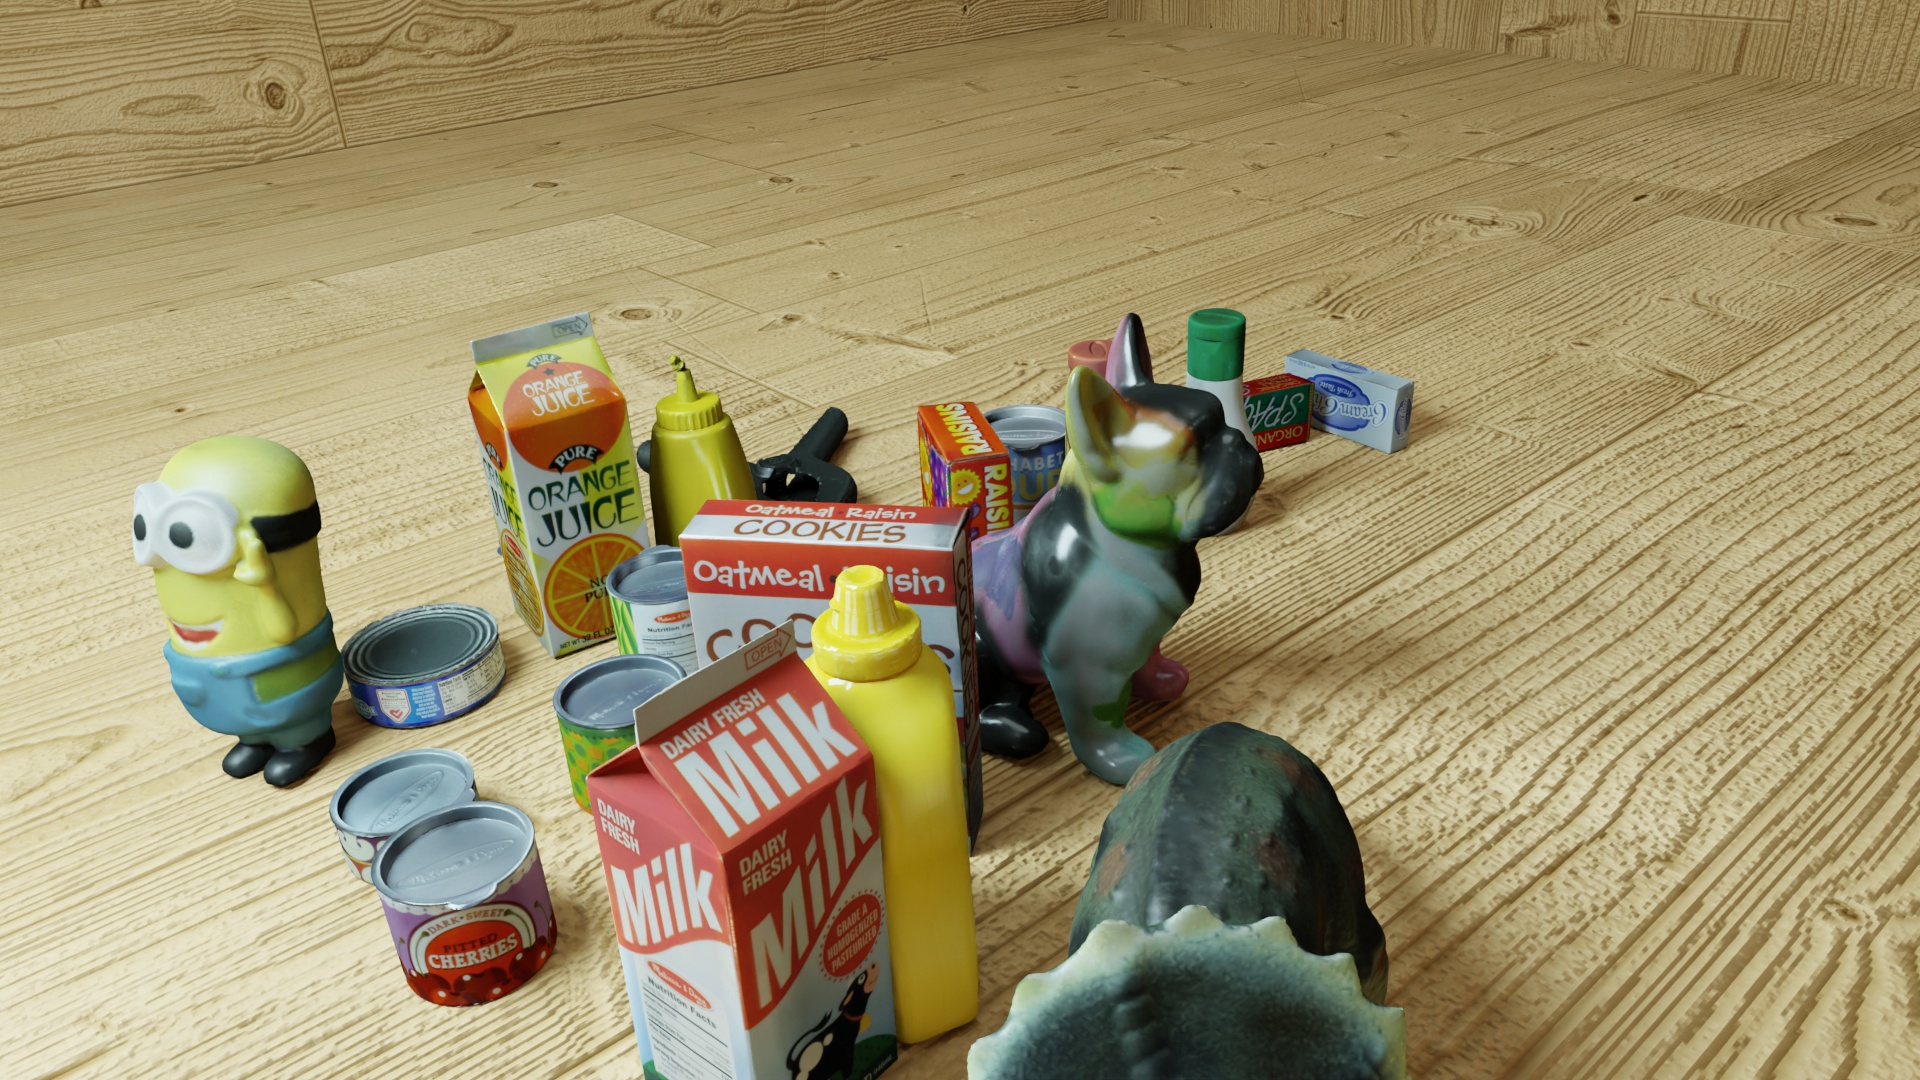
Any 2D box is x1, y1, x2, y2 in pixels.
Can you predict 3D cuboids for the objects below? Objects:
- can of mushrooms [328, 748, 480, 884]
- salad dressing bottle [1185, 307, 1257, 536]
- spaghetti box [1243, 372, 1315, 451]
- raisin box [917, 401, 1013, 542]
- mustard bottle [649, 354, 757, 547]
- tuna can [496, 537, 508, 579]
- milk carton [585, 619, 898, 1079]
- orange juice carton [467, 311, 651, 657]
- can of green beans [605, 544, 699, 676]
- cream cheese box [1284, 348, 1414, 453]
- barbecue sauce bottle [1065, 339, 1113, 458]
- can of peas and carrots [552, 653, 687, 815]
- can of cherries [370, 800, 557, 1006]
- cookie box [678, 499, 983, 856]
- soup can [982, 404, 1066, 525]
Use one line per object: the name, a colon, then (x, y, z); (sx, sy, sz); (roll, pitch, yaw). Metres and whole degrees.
can of mushrooms: (-0.264, 0.133, 0.671); (0.071, 0.033, 0.071); (-2, 27, 1)
salad dressing bottle: (0.165, -0.077, 0.910); (0.064, 0.147, 0.044); (11, 30, 25)
spaghetti box: (0.146, -0.076, 1.015); (0.251, 0.050, 0.029); (-13, 29, -19)
raisin box: (0.003, -0.010, 0.824); (0.040, 0.122, 0.086); (-8, 28, -10)
mustard bottle: (-0.160, -0.040, 0.858); (0.065, 0.159, 0.049); (5, 28, 15)
tuna can: (-0.268, 0.009, 0.911); (0.071, 0.032, 0.071); (-2, 27, 1)
milk carton: (-0.077, 0.124, 0.501); (0.073, 0.189, 0.073); (19, 34, 36)
orange juice carton: (-0.236, -0.036, 0.822); (0.072, 0.191, 0.073); (-20, 32, -29)
can of green beans: (-0.168, 0.044, 0.807); (0.071, 0.057, 0.071); (-2, 27, 1)
cream cheese box: (0.294, -0.107, 1.057); (0.024, 0.053, 0.104); (-22, 33, -33)
barbecue sauce bottle: (0.087, -0.049, 0.864); (0.044, 0.147, 0.065); (-2, 27, 1)
can of peas and carrots: (-0.165, 0.099, 0.700); (0.071, 0.058, 0.071); (-2, 27, 1)
can of cherries: (-0.211, 0.156, 0.594); (0.071, 0.058, 0.072); (-2, 27, 1)
cookie box: (-0.055, 0.064, 0.639); (0.123, 0.166, 0.040); (2, 28, 10)
soup can: (0.043, -0.038, 0.917); (0.071, 0.083, 0.072); (-2, 27, 1)
